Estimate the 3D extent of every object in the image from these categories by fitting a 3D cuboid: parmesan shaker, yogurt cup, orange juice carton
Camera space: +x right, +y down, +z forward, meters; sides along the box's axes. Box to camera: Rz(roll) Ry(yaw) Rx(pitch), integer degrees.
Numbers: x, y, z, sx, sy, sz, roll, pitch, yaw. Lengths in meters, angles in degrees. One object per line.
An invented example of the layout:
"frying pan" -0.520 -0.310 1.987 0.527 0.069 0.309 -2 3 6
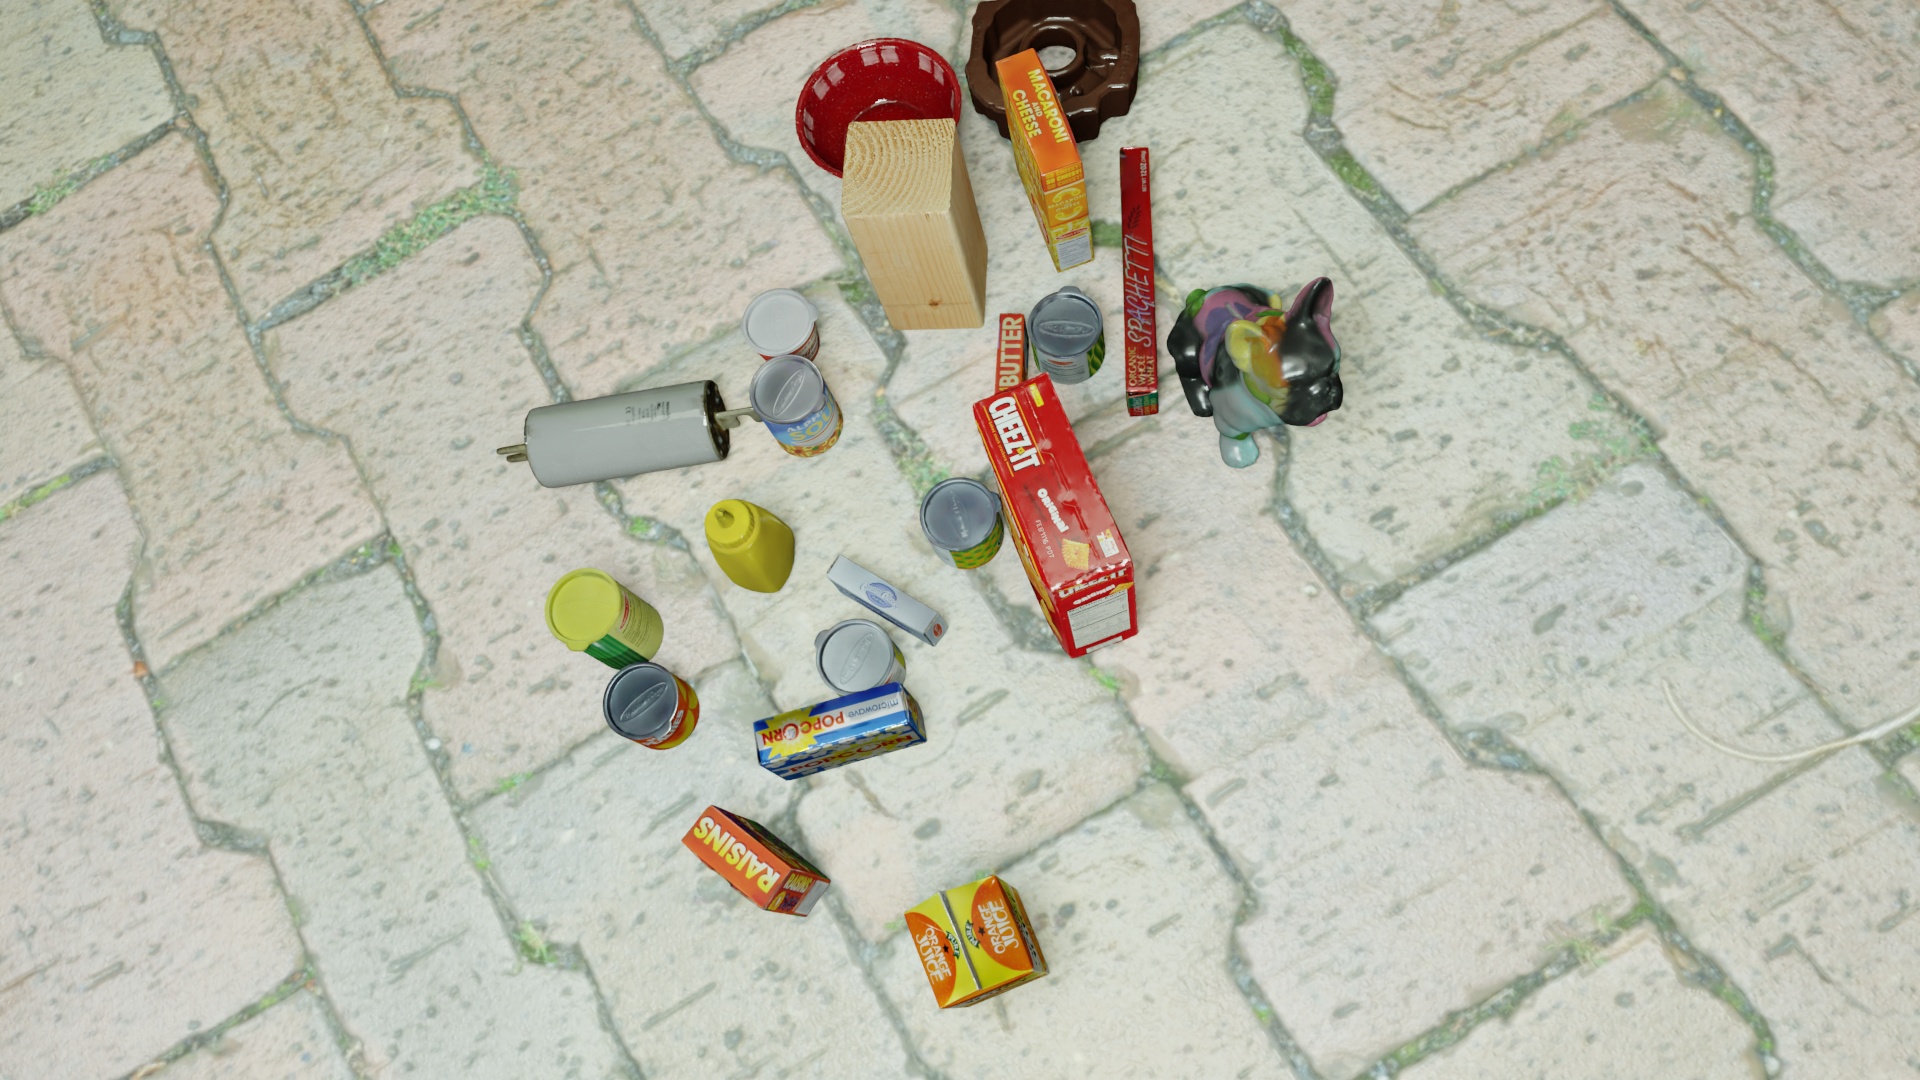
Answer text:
"parmesan shaker" -0.303 0.072 1.187 0.071 0.103 0.071 -3 72 8
"yogurt cup" -0.162 -0.191 1.281 0.072 0.053 0.072 -3 71 8
"orange juice carton" 0.012 0.295 1.016 0.073 0.192 0.072 -23 70 1

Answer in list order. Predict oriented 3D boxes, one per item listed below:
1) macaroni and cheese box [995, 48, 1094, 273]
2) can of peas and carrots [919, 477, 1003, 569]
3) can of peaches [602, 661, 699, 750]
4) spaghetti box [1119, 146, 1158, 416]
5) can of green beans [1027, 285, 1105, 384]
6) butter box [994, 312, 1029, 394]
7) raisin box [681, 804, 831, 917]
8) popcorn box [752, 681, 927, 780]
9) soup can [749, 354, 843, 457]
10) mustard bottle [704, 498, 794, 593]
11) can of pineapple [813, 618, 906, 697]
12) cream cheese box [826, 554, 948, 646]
"macaroni and cheese box" 0.077 -0.334 1.234 0.040 0.166 0.124 -20 70 2
"can of peas and carrots" 0.004 -0.015 1.194 0.071 0.058 0.071 -3 71 8
"can of peaches" -0.261 0.143 1.180 0.071 0.058 0.071 -3 71 8
"spaghetti box" 0.160 -0.234 1.249 0.029 0.050 0.251 -2 71 8
"can of green beans" 0.095 -0.180 1.237 0.071 0.057 0.071 -3 71 8
"butter box" 0.046 -0.145 1.235 0.024 0.053 0.104 1 72 9
"raisin box" -0.159 0.254 1.093 0.086 0.123 0.040 35 80 17
"popcorn box" -0.097 0.157 1.137 0.127 0.085 0.038 -16 70 3
"soup can" -0.143 -0.117 1.237 0.071 0.083 0.071 -3 71 8
"mustard bottle" -0.181 -0.002 1.163 0.049 0.160 0.065 12 74 12
"can of pineapple" -0.084 0.103 1.168 0.071 0.057 0.071 -3 71 8
"cream cheese box" -0.062 0.052 1.184 0.104 0.053 0.024 30 79 16
